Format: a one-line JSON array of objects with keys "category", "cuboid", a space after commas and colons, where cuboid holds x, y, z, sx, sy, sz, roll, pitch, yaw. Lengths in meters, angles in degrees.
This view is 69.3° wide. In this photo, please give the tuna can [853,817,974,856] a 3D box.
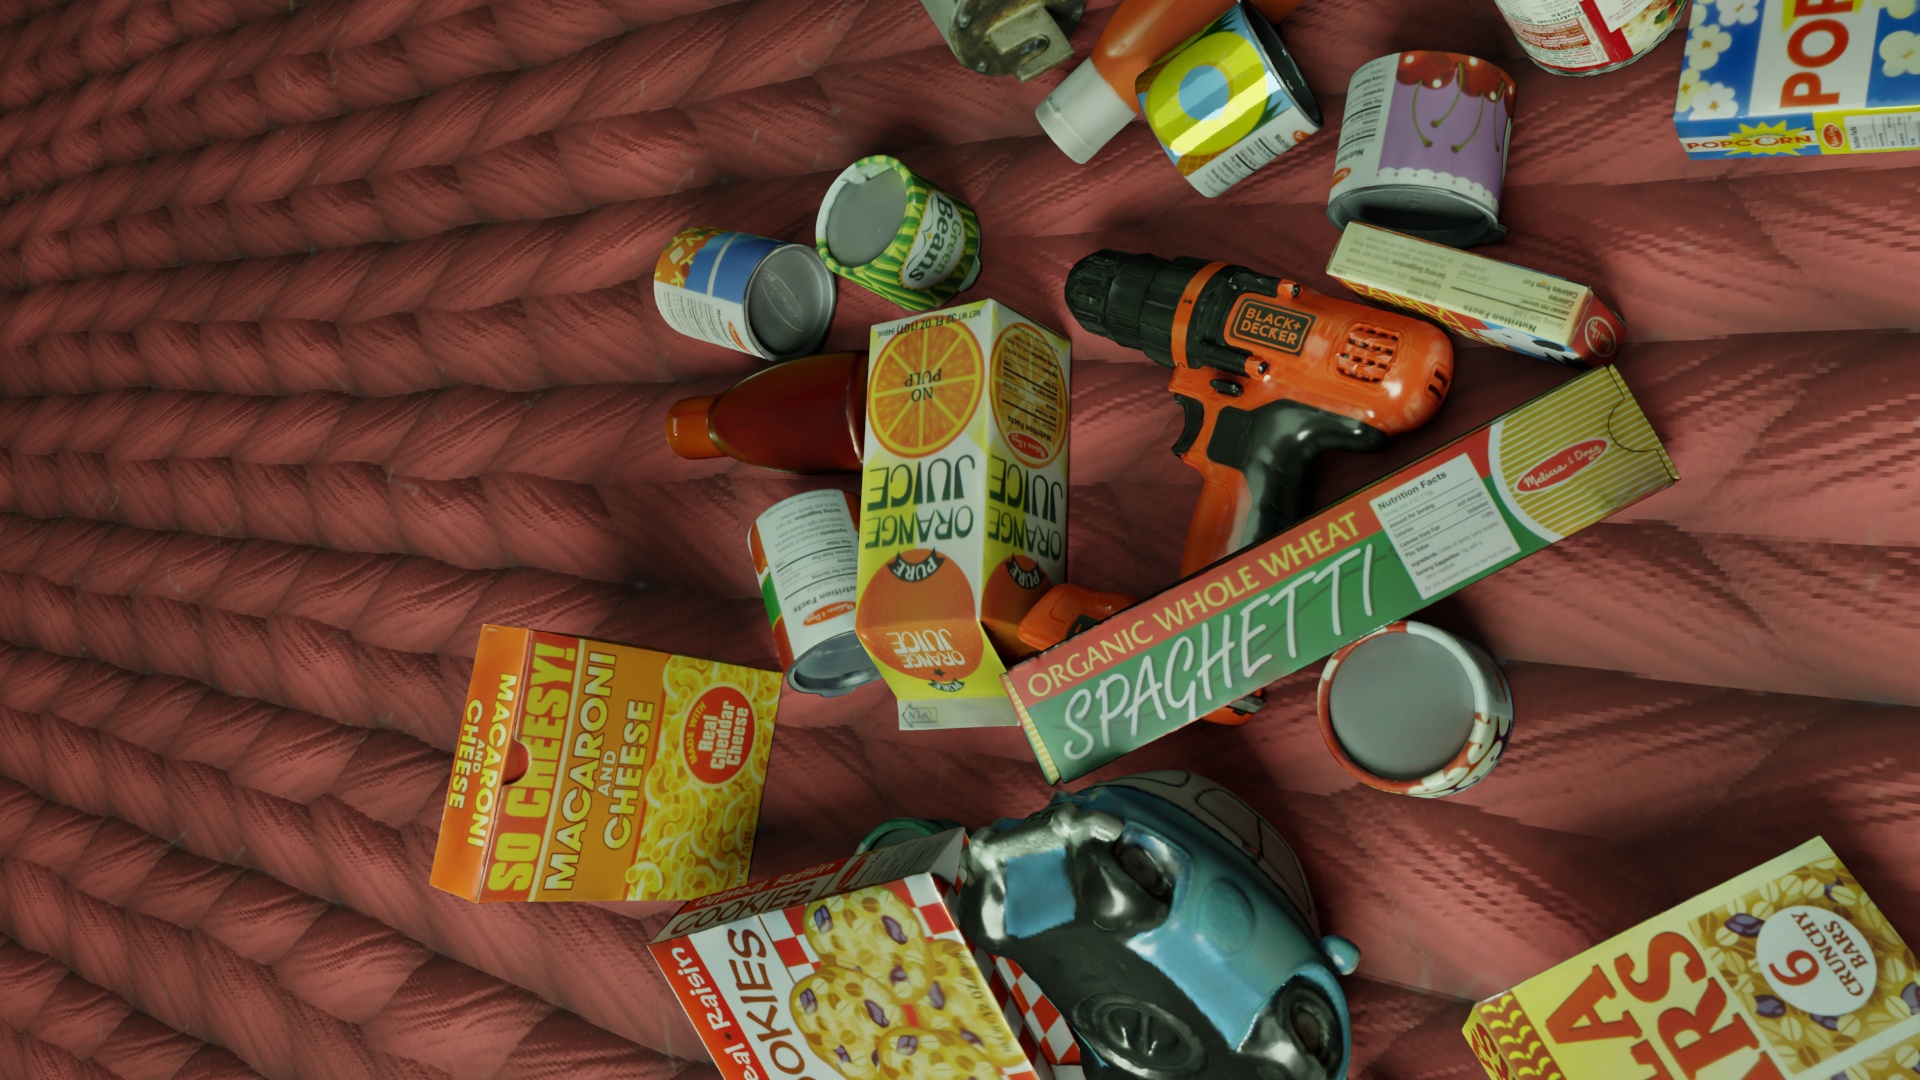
[{"category": "tuna can", "cuboid": [-0.017, 0.163, 0.647, 0.071, 0.033, 0.071, -10, 72, 35]}]

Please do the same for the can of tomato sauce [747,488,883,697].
[{"category": "can of tomato sauce", "cuboid": [-0.066, 0.027, 0.700, 0.071, 0.071, 0.083, -35, 59, 25]}]

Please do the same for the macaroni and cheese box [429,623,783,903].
[{"category": "macaroni and cheese box", "cuboid": [-0.167, 0.113, 0.687, 0.040, 0.166, 0.124, 3, 81, 37]}]

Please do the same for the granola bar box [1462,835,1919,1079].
[{"category": "granola bar box", "cuboid": [0.248, 0.190, 0.406, 0.124, 0.039, 0.166, -25, 60, -2]}]

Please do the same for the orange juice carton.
[{"category": "orange juice carton", "cuboid": [0.002, -0.008, 0.652, 0.071, 0.073, 0.193, -7, 75, 35]}]

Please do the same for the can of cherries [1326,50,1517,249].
[{"category": "can of cherries", "cuboid": [0.188, -0.155, 0.558, 0.071, 0.071, 0.058, 6, 81, 38]}]

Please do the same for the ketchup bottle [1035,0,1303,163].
[{"category": "ketchup bottle", "cuboid": [0.101, -0.242, 0.657, 0.148, 0.043, 0.065, -38, 57, 23]}]

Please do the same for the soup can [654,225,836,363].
[{"category": "soup can", "cuboid": [-0.121, -0.142, 0.785, 0.084, 0.071, 0.071, 20, 91, 39]}]

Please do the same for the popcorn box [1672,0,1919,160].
[{"category": "popcorn box", "cuboid": [0.310, -0.202, 0.492, 0.085, 0.038, 0.127, 8, 83, 38]}]

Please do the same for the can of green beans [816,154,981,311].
[{"category": "can of green beans", "cuboid": [-0.033, -0.160, 0.727, 0.071, 0.058, 0.071, -10, 73, 35]}]

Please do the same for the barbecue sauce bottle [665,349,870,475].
[{"category": "barbecue sauce bottle", "cuboid": [-0.100, -0.066, 0.763, 0.148, 0.044, 0.065, -2, 89, 38]}]

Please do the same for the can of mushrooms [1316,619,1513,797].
[{"category": "can of mushrooms", "cuboid": [0.171, 0.066, 0.531, 0.071, 0.033, 0.071, -10, 73, 34]}]

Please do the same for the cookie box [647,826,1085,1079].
[{"category": "cookie box", "cuboid": [-0.044, 0.205, 0.617, 0.167, 0.040, 0.122, -22, 99, 31]}]

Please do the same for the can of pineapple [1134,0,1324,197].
[{"category": "can of pineapple", "cuboid": [0.118, -0.197, 0.617, 0.057, 0.071, 0.071, -30, 62, 28]}]

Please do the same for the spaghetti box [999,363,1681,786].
[{"category": "spaghetti box", "cuboid": [0.135, 0.015, 0.518, 0.250, 0.028, 0.050, -28, 83, 8]}]

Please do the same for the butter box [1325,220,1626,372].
[{"category": "butter box", "cuboid": [0.199, -0.094, 0.539, 0.103, 0.053, 0.024, 29, 99, 39]}]
